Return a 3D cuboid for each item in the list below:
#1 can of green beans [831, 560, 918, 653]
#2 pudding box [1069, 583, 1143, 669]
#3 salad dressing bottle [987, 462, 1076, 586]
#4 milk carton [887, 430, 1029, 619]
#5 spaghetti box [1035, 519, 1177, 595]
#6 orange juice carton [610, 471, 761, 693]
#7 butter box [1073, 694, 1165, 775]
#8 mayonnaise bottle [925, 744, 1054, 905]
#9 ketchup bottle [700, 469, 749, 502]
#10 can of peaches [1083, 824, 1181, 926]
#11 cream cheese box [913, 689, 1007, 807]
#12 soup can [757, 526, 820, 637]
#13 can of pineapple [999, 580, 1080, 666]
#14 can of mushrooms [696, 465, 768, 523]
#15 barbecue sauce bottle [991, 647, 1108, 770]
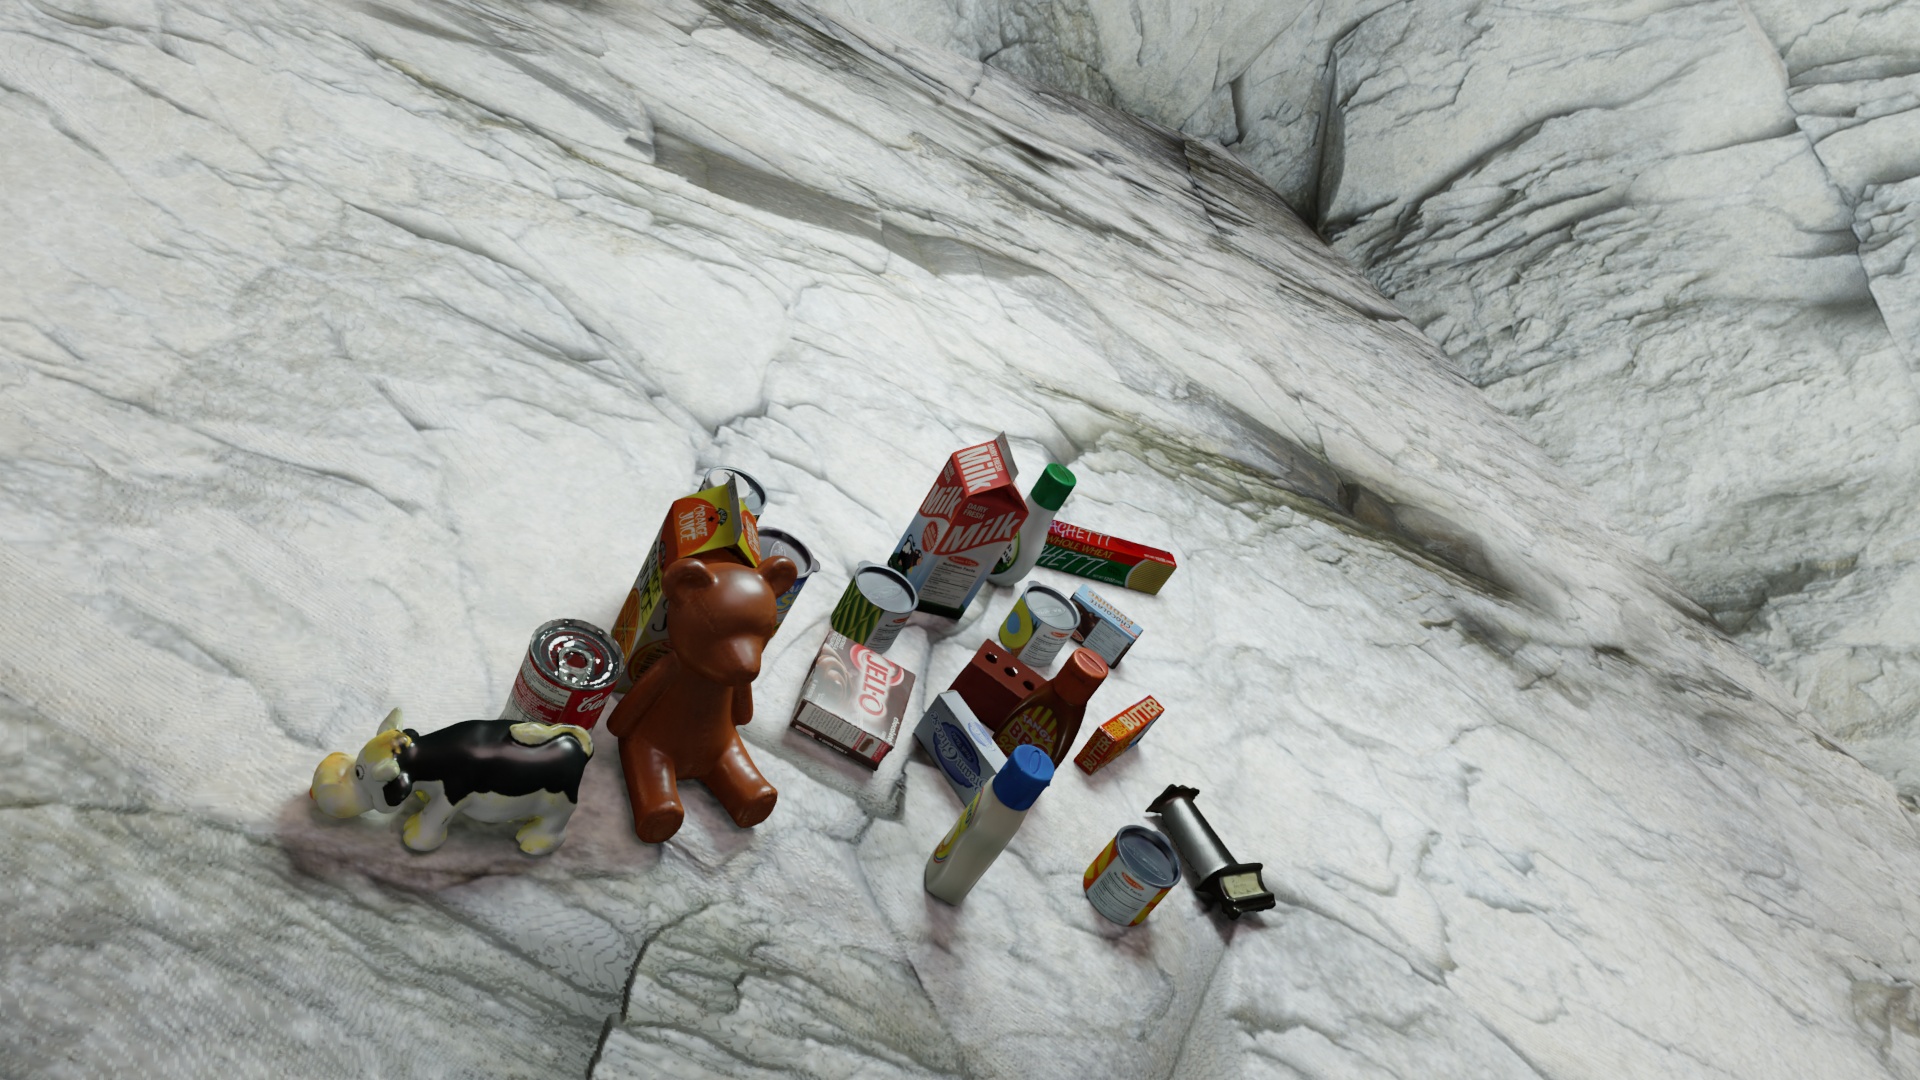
[{"bbox_3d":[-0.082,0.065,1.314,0.071,0.057,0.071,23,32,-15],"label":"can of green beans"},{"bbox_3d":[0.147,0.092,1.487,0.084,0.049,0.030,37,31,8],"label":"pudding box"},{"bbox_3d":[0.072,-0.017,1.479,0.044,0.147,0.064,6,40,-37],"label":"salad dressing bottle"},{"bbox_3d":[0.005,-0.017,1.378,0.073,0.189,0.073,15,35,-27],"label":"milk carton"},{"bbox_3d":[0.134,0.012,1.587,0.250,0.050,0.029,15,35,-27],"label":"spaghetti box"},{"bbox_3d":[-0.212,0.038,1.106,0.073,0.191,0.072,15,35,-26],"label":"orange juice carton"},{"bbox_3d":[0.156,0.189,1.354,0.024,0.053,0.104,44,33,19],"label":"butter box"},{"bbox_3d":[0.023,0.222,1.099,0.041,0.147,0.065,30,31,-5],"label":"mayonnaise bottle"},{"bbox_3d":[-0.225,0.006,1.182,0.043,0.148,0.065,6,40,-37],"label":"ketchup bottle"},{"bbox_3d":[0.149,0.289,1.203,0.071,0.057,0.071,23,32,-15],"label":"can of peaches"},{"bbox_3d":[0.005,0.188,1.222,0.024,0.053,0.104,-5,47,-46],"label":"cream cheese box"},{"bbox_3d":[-0.174,0.041,1.241,0.071,0.083,0.072,23,32,-15],"label":"soup can"},{"bbox_3d":[0.080,0.086,1.428,0.071,0.057,0.071,23,32,-15],"label":"can of pineapple"},{"bbox_3d":[-0.223,-0.038,1.357,0.071,0.033,0.071,23,32,-15],"label":"can of mushrooms"},{"bbox_3d":[0.080,0.158,1.238,0.065,0.147,0.044,42,32,15],"label":"barbecue sauce bottle"}]
